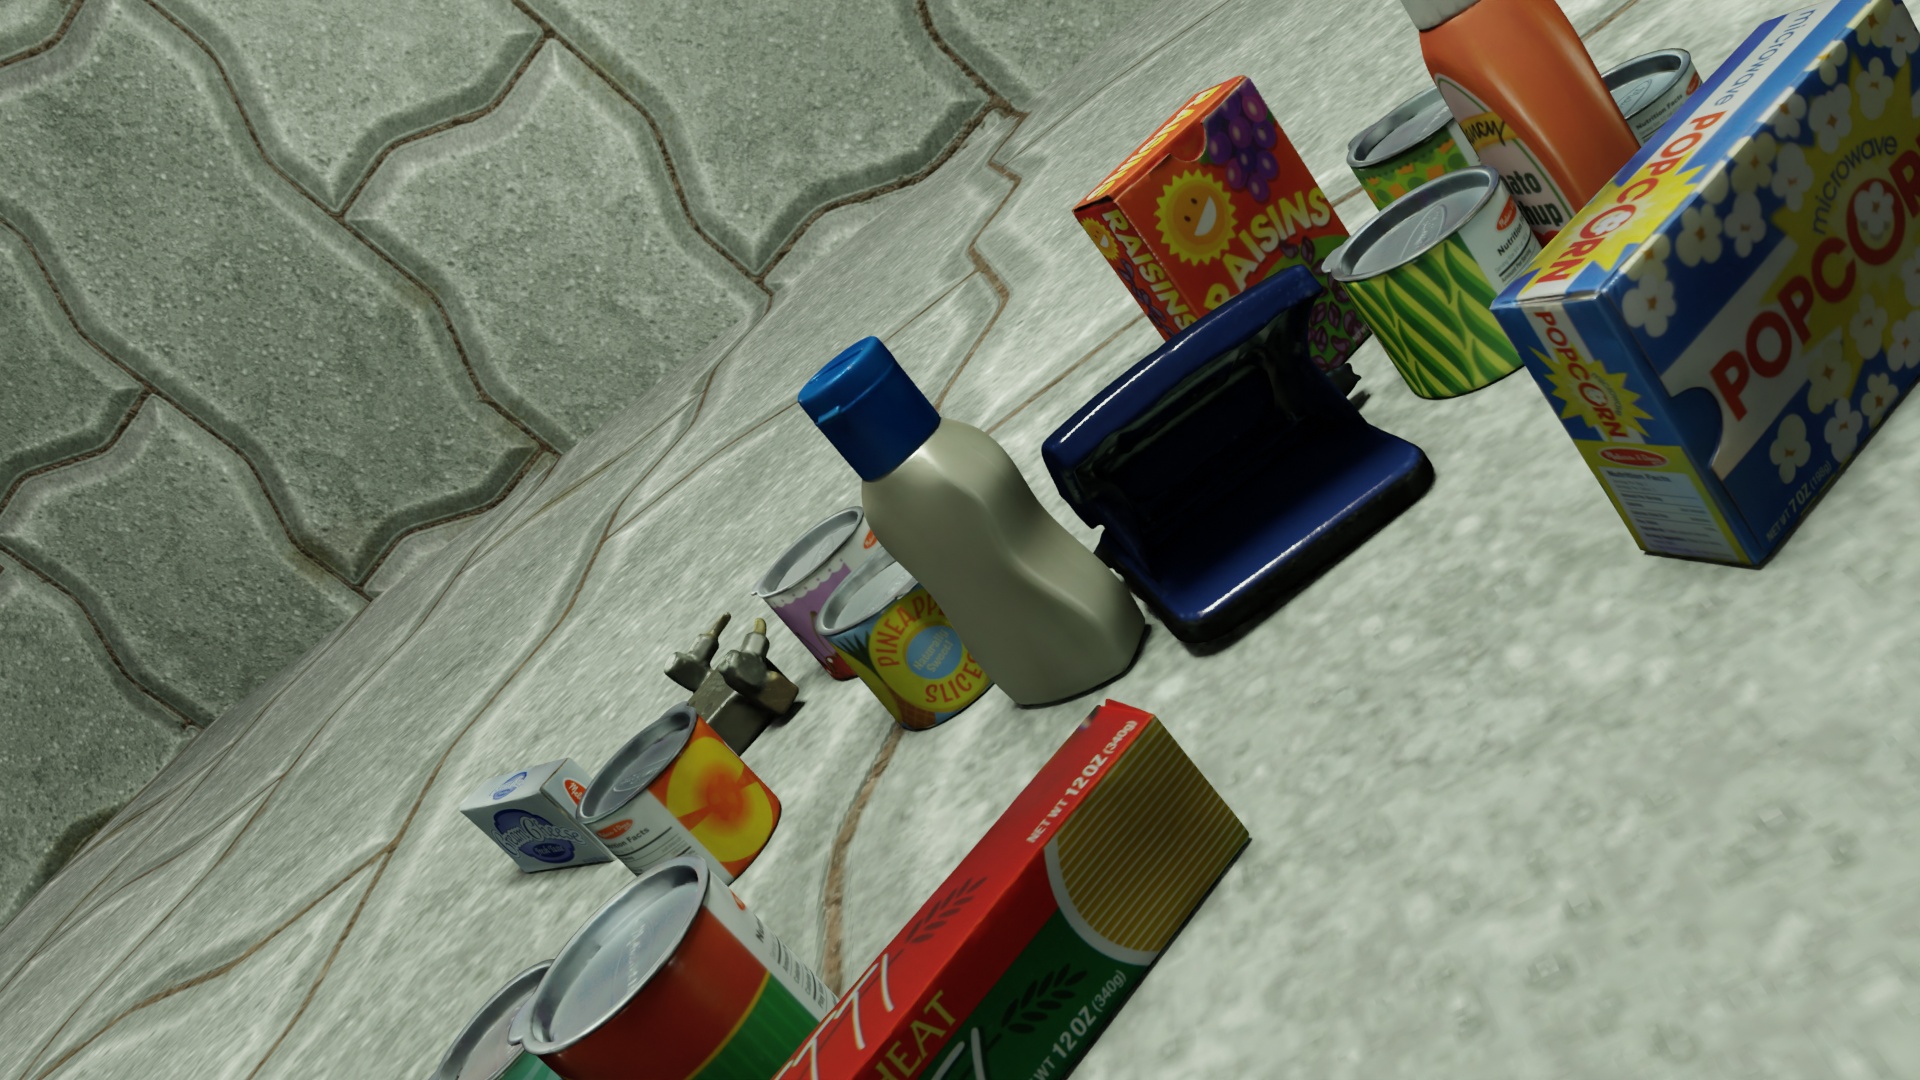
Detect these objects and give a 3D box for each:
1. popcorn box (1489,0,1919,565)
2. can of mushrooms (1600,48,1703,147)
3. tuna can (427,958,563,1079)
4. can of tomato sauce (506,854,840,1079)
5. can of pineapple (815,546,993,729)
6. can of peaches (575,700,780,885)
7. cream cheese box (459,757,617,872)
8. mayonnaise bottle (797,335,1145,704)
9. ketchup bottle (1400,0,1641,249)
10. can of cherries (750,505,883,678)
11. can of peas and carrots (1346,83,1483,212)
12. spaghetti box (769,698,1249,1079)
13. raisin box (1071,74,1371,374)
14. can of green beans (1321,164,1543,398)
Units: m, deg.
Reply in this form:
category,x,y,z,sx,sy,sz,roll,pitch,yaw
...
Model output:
category,x,y,z,sx,sy,sz,roll,pitch,yaw
popcorn box,0.205,-0.067,0.354,0.127,0.085,0.038,-44,18,-14
can of mushrooms,0.262,-0.162,0.555,0.071,0.033,0.071,-35,18,13
tuna can,-0.167,0.198,0.528,0.071,0.032,0.071,-35,18,13
can of tomato sauce,-0.072,0.143,0.392,0.071,0.083,0.071,-35,18,13
can of pineapple,-0.017,0.037,0.581,0.071,0.057,0.071,-35,18,13
can of peaches,-0.119,0.113,0.597,0.071,0.058,0.071,-35,18,13
cream cheese box,-0.214,0.143,0.717,0.103,0.053,0.024,-19,26,46
mayonnaise bottle,0.002,-0.006,0.502,0.064,0.148,0.041,-24,23,40
ketchup bottle,0.197,-0.161,0.491,0.043,0.148,0.065,-37,18,6
can of cherries,-0.058,0.027,0.685,0.071,0.058,0.072,-35,18,13
can of peas and carrots,0.212,-0.161,0.609,0.071,0.058,0.071,-35,18,13
spaghetti box,-0.022,0.146,0.341,0.251,0.050,0.028,-46,19,-20
raisin box,0.117,-0.119,0.588,0.086,0.123,0.040,-44,18,-15
can of green beans,0.180,-0.094,0.511,0.071,0.057,0.071,-35,18,13
